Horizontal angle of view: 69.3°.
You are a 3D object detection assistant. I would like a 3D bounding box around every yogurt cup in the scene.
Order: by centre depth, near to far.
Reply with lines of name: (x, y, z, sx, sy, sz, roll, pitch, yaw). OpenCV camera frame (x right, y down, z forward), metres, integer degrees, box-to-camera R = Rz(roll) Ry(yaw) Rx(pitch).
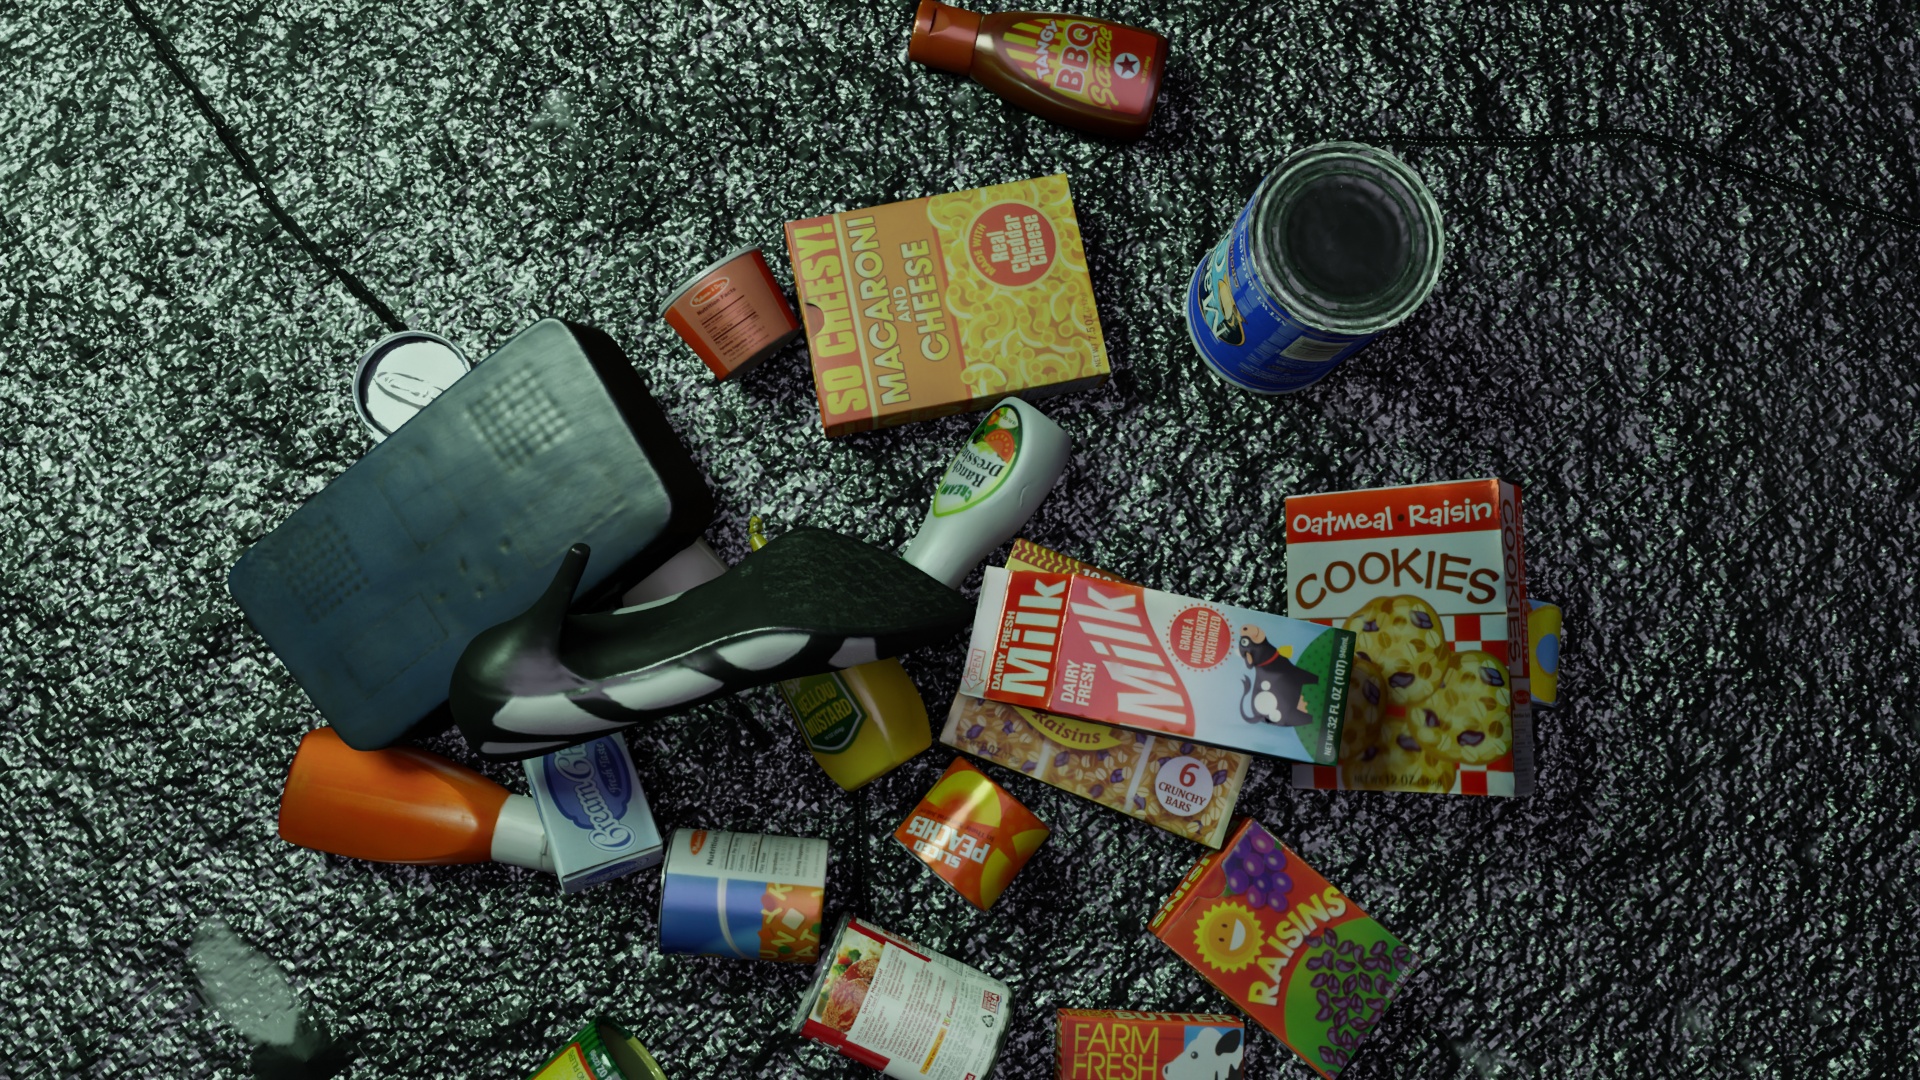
yogurt cup: (-0.127, -0.126, 0.784, 0.072, 0.072, 0.054, -35, 95, -7)

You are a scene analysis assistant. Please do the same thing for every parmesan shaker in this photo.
parmesan shaker: (-0.210, 0.305, 0.721, 0.103, 0.071, 0.071, -41, 87, -8)

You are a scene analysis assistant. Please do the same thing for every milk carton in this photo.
milk carton: (0.100, 0.066, 0.729, 0.191, 0.073, 0.072, 12, 81, -2)

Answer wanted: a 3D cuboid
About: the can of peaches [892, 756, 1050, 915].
can of peaches: (0.006, 0.158, 0.753, 0.071, 0.071, 0.058, 40, 81, 1)

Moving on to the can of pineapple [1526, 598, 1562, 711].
can of pineapple: (0.303, 0.063, 0.787, 0.071, 0.071, 0.058, 8, 82, -3)

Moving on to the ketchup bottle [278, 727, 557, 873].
ketchup bottle: (-0.283, 0.146, 0.747, 0.149, 0.043, 0.064, 13, 88, -3)

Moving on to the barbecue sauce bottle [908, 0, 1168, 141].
barbecue sauce bottle: (0.045, -0.285, 0.825, 0.148, 0.043, 0.065, 14, 83, -2)

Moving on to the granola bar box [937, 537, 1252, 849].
granola bar box: (0.085, 0.086, 0.783, 0.165, 0.039, 0.124, 21, 81, -1)

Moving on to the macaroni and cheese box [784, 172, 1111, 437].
macaroni and cheese box: (-0.008, -0.136, 0.804, 0.167, 0.040, 0.124, -11, 83, -6)

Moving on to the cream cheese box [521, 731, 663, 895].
cream cheese box: (-0.199, 0.131, 0.737, 0.053, 0.024, 0.104, -14, 57, -24)

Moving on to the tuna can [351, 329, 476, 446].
tuna can: (-0.303, -0.080, 0.779, 0.071, 0.033, 0.071, 0, 83, -4)

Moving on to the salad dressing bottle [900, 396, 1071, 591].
salad dressing bottle: (0.003, -0.010, 0.782, 0.044, 0.064, 0.147, 37, 88, -37)

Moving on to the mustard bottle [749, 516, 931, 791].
mustard bottle: (-0.079, 0.057, 0.764, 0.065, 0.049, 0.160, -37, 81, 34)

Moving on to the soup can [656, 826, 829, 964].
soup can: (-0.115, 0.192, 0.743, 0.084, 0.071, 0.071, 6, 83, -4)

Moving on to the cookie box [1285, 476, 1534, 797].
cookie box: (0.245, 0.053, 0.765, 0.123, 0.040, 0.167, -5, 81, 38)

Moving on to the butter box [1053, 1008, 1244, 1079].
butter box: (0.104, 0.288, 0.766, 0.103, 0.024, 0.053, 4, 83, -4)

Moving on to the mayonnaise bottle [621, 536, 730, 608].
mayonnaise bottle: (-0.176, -0.008, 0.776, 0.065, 0.041, 0.148, -27, 84, -2)

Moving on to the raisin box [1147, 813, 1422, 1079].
raisin box: (0.179, 0.224, 0.773, 0.123, 0.040, 0.086, 40, 83, 2)
